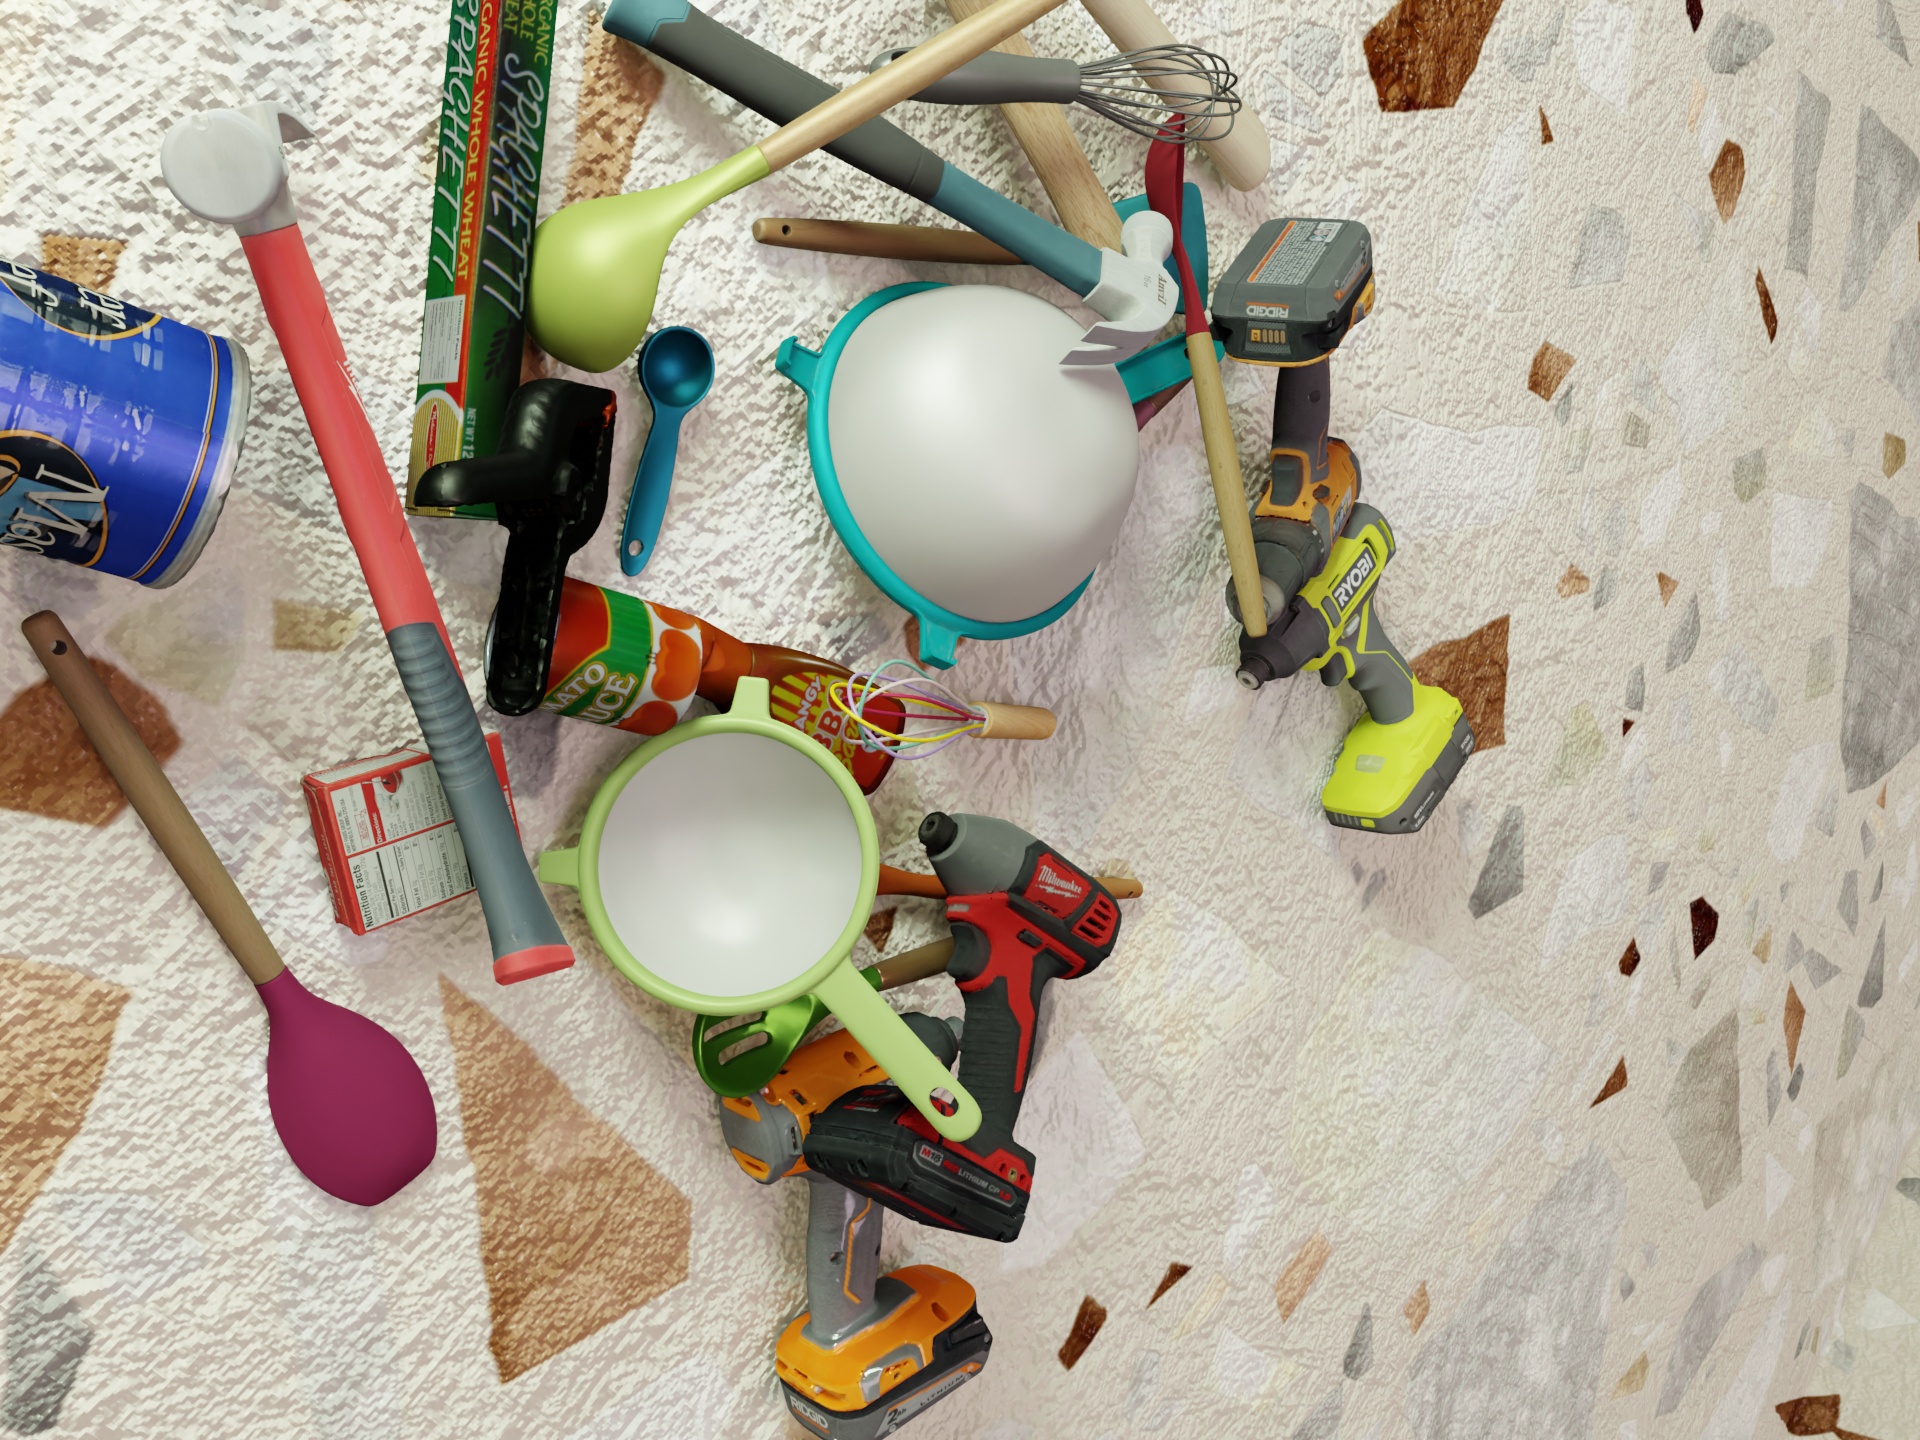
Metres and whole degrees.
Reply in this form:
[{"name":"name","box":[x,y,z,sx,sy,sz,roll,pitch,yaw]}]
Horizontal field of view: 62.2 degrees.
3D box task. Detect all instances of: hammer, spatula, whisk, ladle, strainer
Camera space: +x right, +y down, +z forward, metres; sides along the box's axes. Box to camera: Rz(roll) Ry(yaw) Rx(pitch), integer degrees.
[{"name":"hammer","box":[0.079,-0.408,0.899,0.410,0.038,0.146,24,64,-52]},{"name":"spatula","box":[0.021,-0.277,0.921,0.317,0.044,0.082,-10,99,-39]},{"name":"hammer","box":[-0.025,-0.285,0.818,0.330,0.033,0.128,23,51,-23]},{"name":"whisk","box":[-0.003,-0.005,0.909,0.245,0.047,0.051,4,93,-63]},{"name":"hammer","box":[0.007,-0.391,0.872,0.130,0.031,0.331,-45,116,-24]},{"name":"whisk","box":[0.057,-0.339,0.853,0.239,0.055,0.055,-10,104,-30]},{"name":"ladle","box":[-0.068,-0.269,0.750,0.320,0.078,0.062,-33,158,-6]},{"name":"hammer","box":[-0.237,-0.059,0.679,0.038,0.143,0.386,-16,115,-8]},{"name":"strainer","box":[0.071,-0.183,0.911,0.340,0.095,0.211,-31,98,-36]},{"name":"ladle","box":[0.148,-0.205,0.951,0.069,0.031,0.315,-11,90,-78]},{"name":"spatula","box":[0.012,0.109,0.982,0.322,0.041,0.081,6,117,-44]},{"name":"strainer","box":[-0.081,0.113,0.821,0.151,0.069,0.256,-42,88,-4]}]

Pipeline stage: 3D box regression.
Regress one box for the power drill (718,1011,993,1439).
[{"name":"power drill","box":[-0.047,0.287,0.937,0.164,0.084,0.226,-18,106,-39]}]

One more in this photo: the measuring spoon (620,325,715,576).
[{"name":"measuring spoon","box":[-0.158,-0.137,0.808,0.042,0.021,0.128,7,102,-43]}]

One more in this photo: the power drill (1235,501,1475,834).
[{"name":"power drill","box":[0.290,-0.026,1.187,0.171,0.080,0.223,-49,122,-25]}]

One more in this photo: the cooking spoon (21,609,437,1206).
[{"name":"cooking spoon","box":[-0.317,0.092,0.700,0.069,0.017,0.318,-38,121,-32]}]

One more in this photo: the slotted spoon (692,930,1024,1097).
[{"name":"slotted spoon","box":[-0.032,0.147,0.929,0.313,0.031,0.070,-12,101,-43]}]

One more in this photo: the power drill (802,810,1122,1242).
[{"name":"power drill","box":[0.004,0.162,0.888,0.143,0.078,0.220,38,61,-32]}]

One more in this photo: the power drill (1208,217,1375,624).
[{"name":"power drill","box":[0.212,-0.188,1.037,0.185,0.084,0.226,-55,146,-42]}]

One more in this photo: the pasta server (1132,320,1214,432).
[{"name":"pasta server","box":[0.129,-0.219,1.042,0.316,0.040,0.060,-48,125,-30]}]
